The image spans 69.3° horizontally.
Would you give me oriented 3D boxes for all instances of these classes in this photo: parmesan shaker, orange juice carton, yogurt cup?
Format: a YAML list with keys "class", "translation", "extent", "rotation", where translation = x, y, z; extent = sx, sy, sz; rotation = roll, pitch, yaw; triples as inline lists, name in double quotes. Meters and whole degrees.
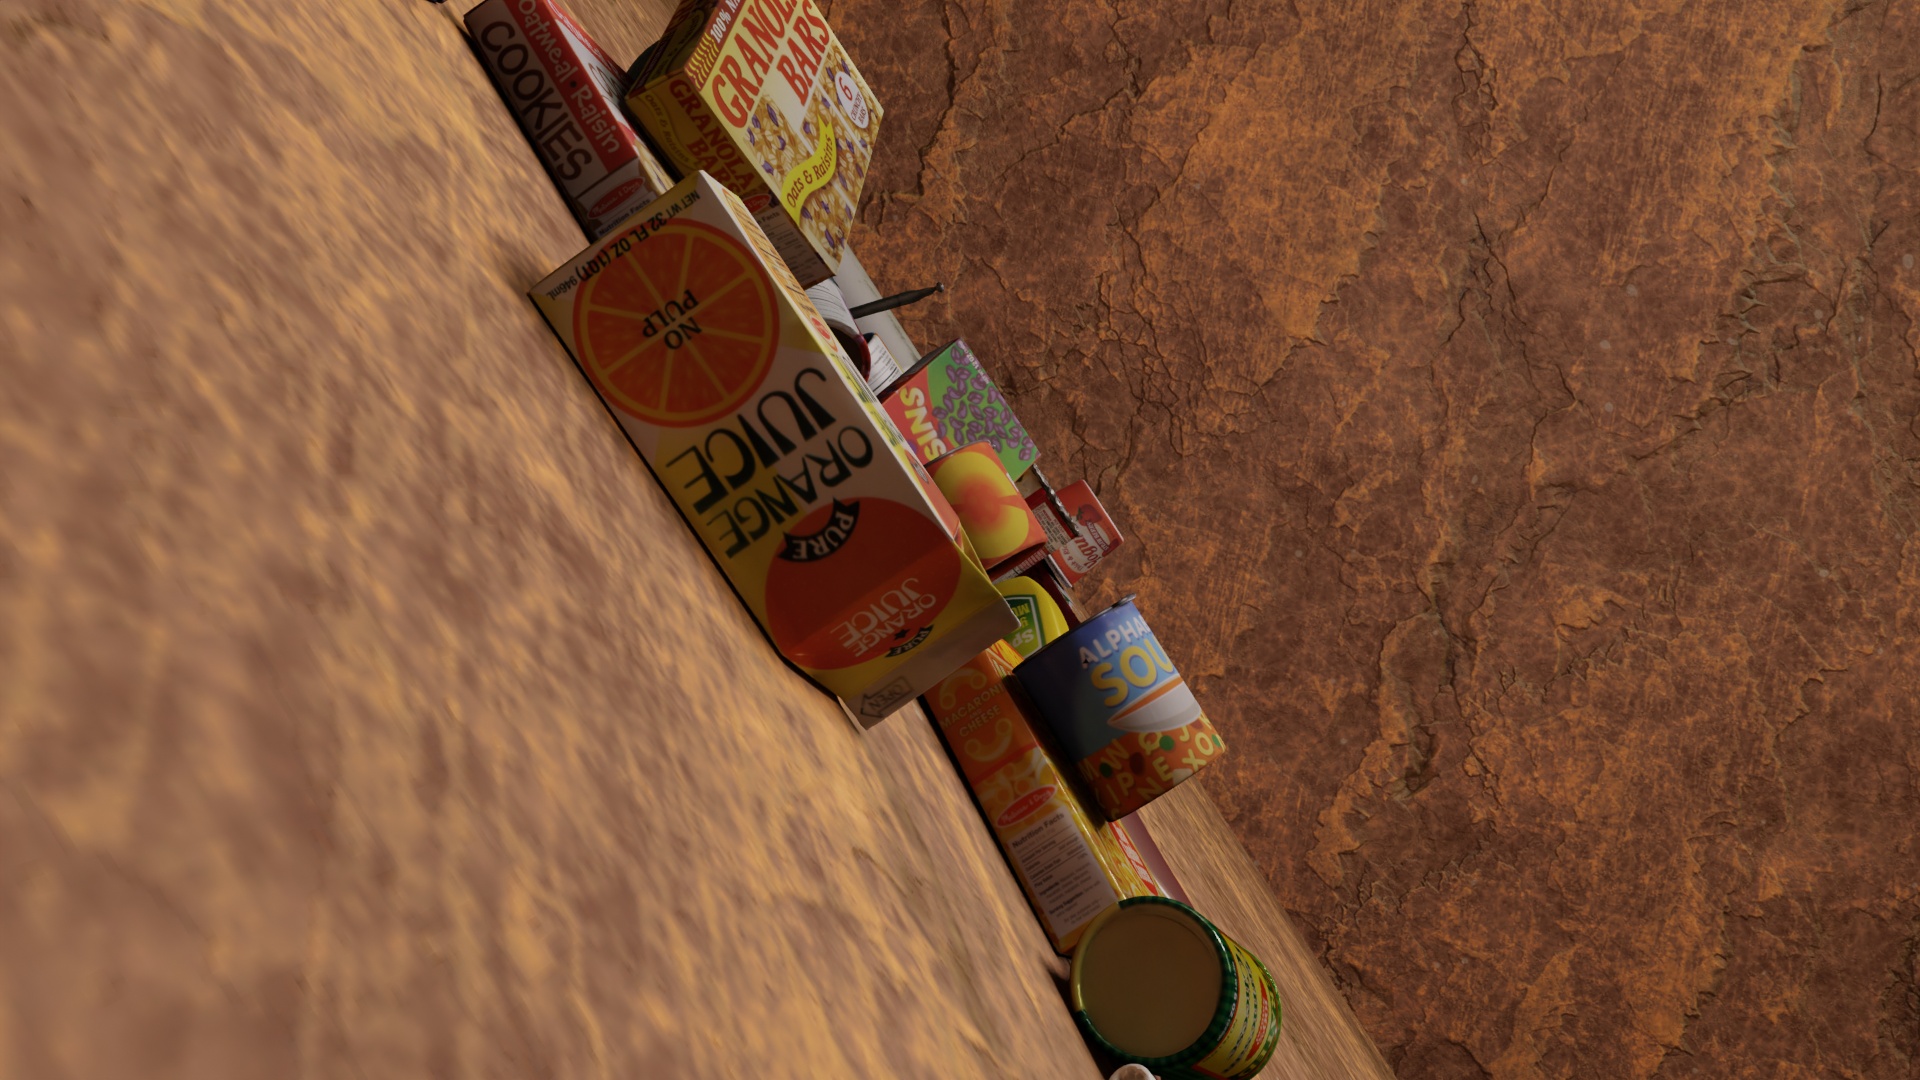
- class: "parmesan shaker"
  translation: [0.090, 0.192, 0.575]
  extent: [0.071, 0.071, 0.103]
  rotation: [59, 6, 33]
- class: "orange juice carton"
  translation: [-0.060, -0.029, 0.495]
  extent: [0.192, 0.072, 0.073]
  rotation: [56, 5, -4]
- class: "yogurt cup"
  translation: [0.080, -0.007, 0.997]
  extent: [0.072, 0.054, 0.072]
  rotation: [56, 5, -7]

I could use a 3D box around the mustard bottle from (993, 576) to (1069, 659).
- class: "mustard bottle"
  translation: [0.041, 0.083, 0.800]
  extent: [0.048, 0.065, 0.161]
  rotation: [58, 7, -33]

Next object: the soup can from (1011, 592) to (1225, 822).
- class: "soup can"
  translation: [0.075, 0.077, 0.644]
  extent: [0.084, 0.071, 0.071]
  rotation: [58, 5, 9]

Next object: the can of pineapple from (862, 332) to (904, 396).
- class: "can of pineapple"
  translation: [-0.065, -0.091, 0.884]
  extent: [0.057, 0.071, 0.071]
  rotation: [55, 5, -19]

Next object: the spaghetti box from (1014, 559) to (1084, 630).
- class: "spaghetti box"
  translation: [0.035, -0.002, 1.014]
  extent: [0.251, 0.028, 0.050]
  rotation: [58, 5, 23]

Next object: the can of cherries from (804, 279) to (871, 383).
- class: "can of cherries"
  translation: [-0.087, -0.105, 0.764]
  extent: [0.071, 0.071, 0.058]
  rotation: [52, 6, -41]

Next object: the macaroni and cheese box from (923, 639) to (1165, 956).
- class: "macaroni and cheese box"
  translation: [0.038, 0.120, 0.669]
  extent: [0.167, 0.040, 0.123]
  rotation: [59, 6, 28]

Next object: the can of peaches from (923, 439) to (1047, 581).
- class: "can of peaches"
  translation: [0.002, -0.008, 0.675]
  extent: [0.058, 0.071, 0.071]
  rotation: [59, 5, 9]

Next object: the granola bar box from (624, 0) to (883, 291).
- class: "granola bar box"
  translation: [-0.098, -0.220, 0.707]
  extent: [0.124, 0.039, 0.166]
  rotation: [52, 31, -35]

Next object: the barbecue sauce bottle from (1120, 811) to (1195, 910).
- class: "barbecue sauce bottle"
  translation: [0.101, 0.198, 0.749]
  extent: [0.149, 0.043, 0.064]
  rotation: [59, 6, 24]

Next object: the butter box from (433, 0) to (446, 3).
- class: "butter box"
  translation: [-0.208, -0.244, 0.557]
  extent: [0.024, 0.053, 0.104]
  rotation: [58, 5, -16]

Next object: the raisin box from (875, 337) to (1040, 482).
- class: "raisin box"
  translation: [-0.021, -0.044, 0.760]
  extent: [0.086, 0.040, 0.124]
  rotation: [55, 47, -12]

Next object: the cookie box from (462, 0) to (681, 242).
- class: "cookie box"
  translation: [-0.156, -0.169, 0.662]
  extent: [0.167, 0.040, 0.123]
  rotation: [58, 6, 10]
